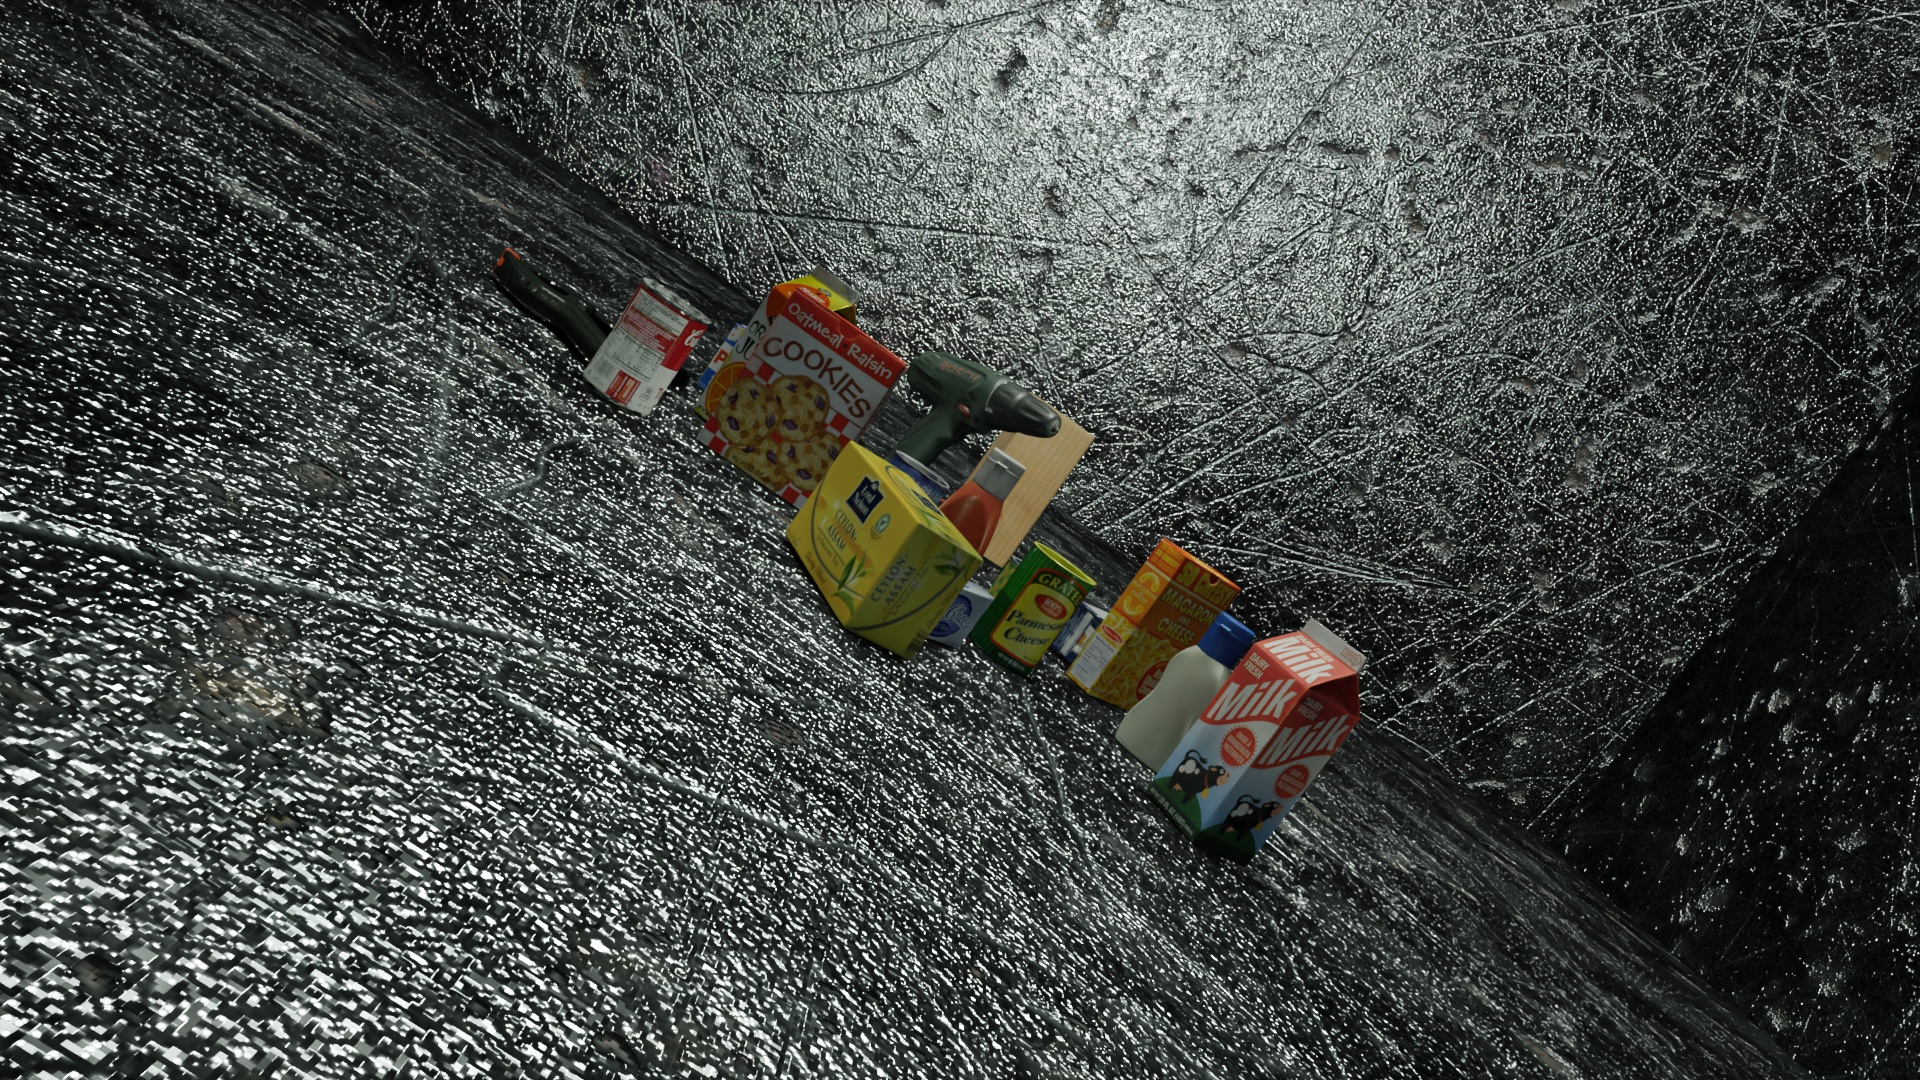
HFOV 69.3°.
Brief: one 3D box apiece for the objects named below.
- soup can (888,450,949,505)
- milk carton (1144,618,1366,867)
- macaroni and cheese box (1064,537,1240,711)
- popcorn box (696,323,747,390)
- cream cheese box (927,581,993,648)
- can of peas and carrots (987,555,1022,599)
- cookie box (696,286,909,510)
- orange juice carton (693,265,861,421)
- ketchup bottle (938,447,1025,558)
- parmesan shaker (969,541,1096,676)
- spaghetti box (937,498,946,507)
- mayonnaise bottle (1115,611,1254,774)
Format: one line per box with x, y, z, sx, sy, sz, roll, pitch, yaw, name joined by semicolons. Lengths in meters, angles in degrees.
-0.060;-0.037;1.403;0.071;0.083;0.071;34;7;-4;soup can
0.239;0.152;1.088;0.073;0.190;0.072;30;8;-35;milk carton
0.196;0.091;1.393;0.040;0.166;0.123;40;8;40;macaroni and cheese box
-0.221;-0.175;1.565;0.127;0.085;0.038;36;6;7;popcorn box
-0.018;0.053;1.117;0.024;0.053;0.104;39;8;32;cream cheese box
0.064;0.059;1.439;0.071;0.058;0.071;34;7;-4;can of peas and carrots
-0.144;-0.128;1.275;0.123;0.167;0.040;35;6;-2;cookie box
-0.175;-0.182;1.390;0.072;0.192;0.073;39;8;33;orange juice carton
0.005;-0.016;1.295;0.065;0.148;0.043;36;6;8;ketchup bottle
0.066;0.063;1.237;0.071;0.103;0.071;34;7;-4;parmesan shaker
-0.062;-0.041;1.555;0.250;0.050;0.029;28;10;-45;spaghetti box
0.202;0.132;1.222;0.065;0.148;0.041;39;8;32;mayonnaise bottle
